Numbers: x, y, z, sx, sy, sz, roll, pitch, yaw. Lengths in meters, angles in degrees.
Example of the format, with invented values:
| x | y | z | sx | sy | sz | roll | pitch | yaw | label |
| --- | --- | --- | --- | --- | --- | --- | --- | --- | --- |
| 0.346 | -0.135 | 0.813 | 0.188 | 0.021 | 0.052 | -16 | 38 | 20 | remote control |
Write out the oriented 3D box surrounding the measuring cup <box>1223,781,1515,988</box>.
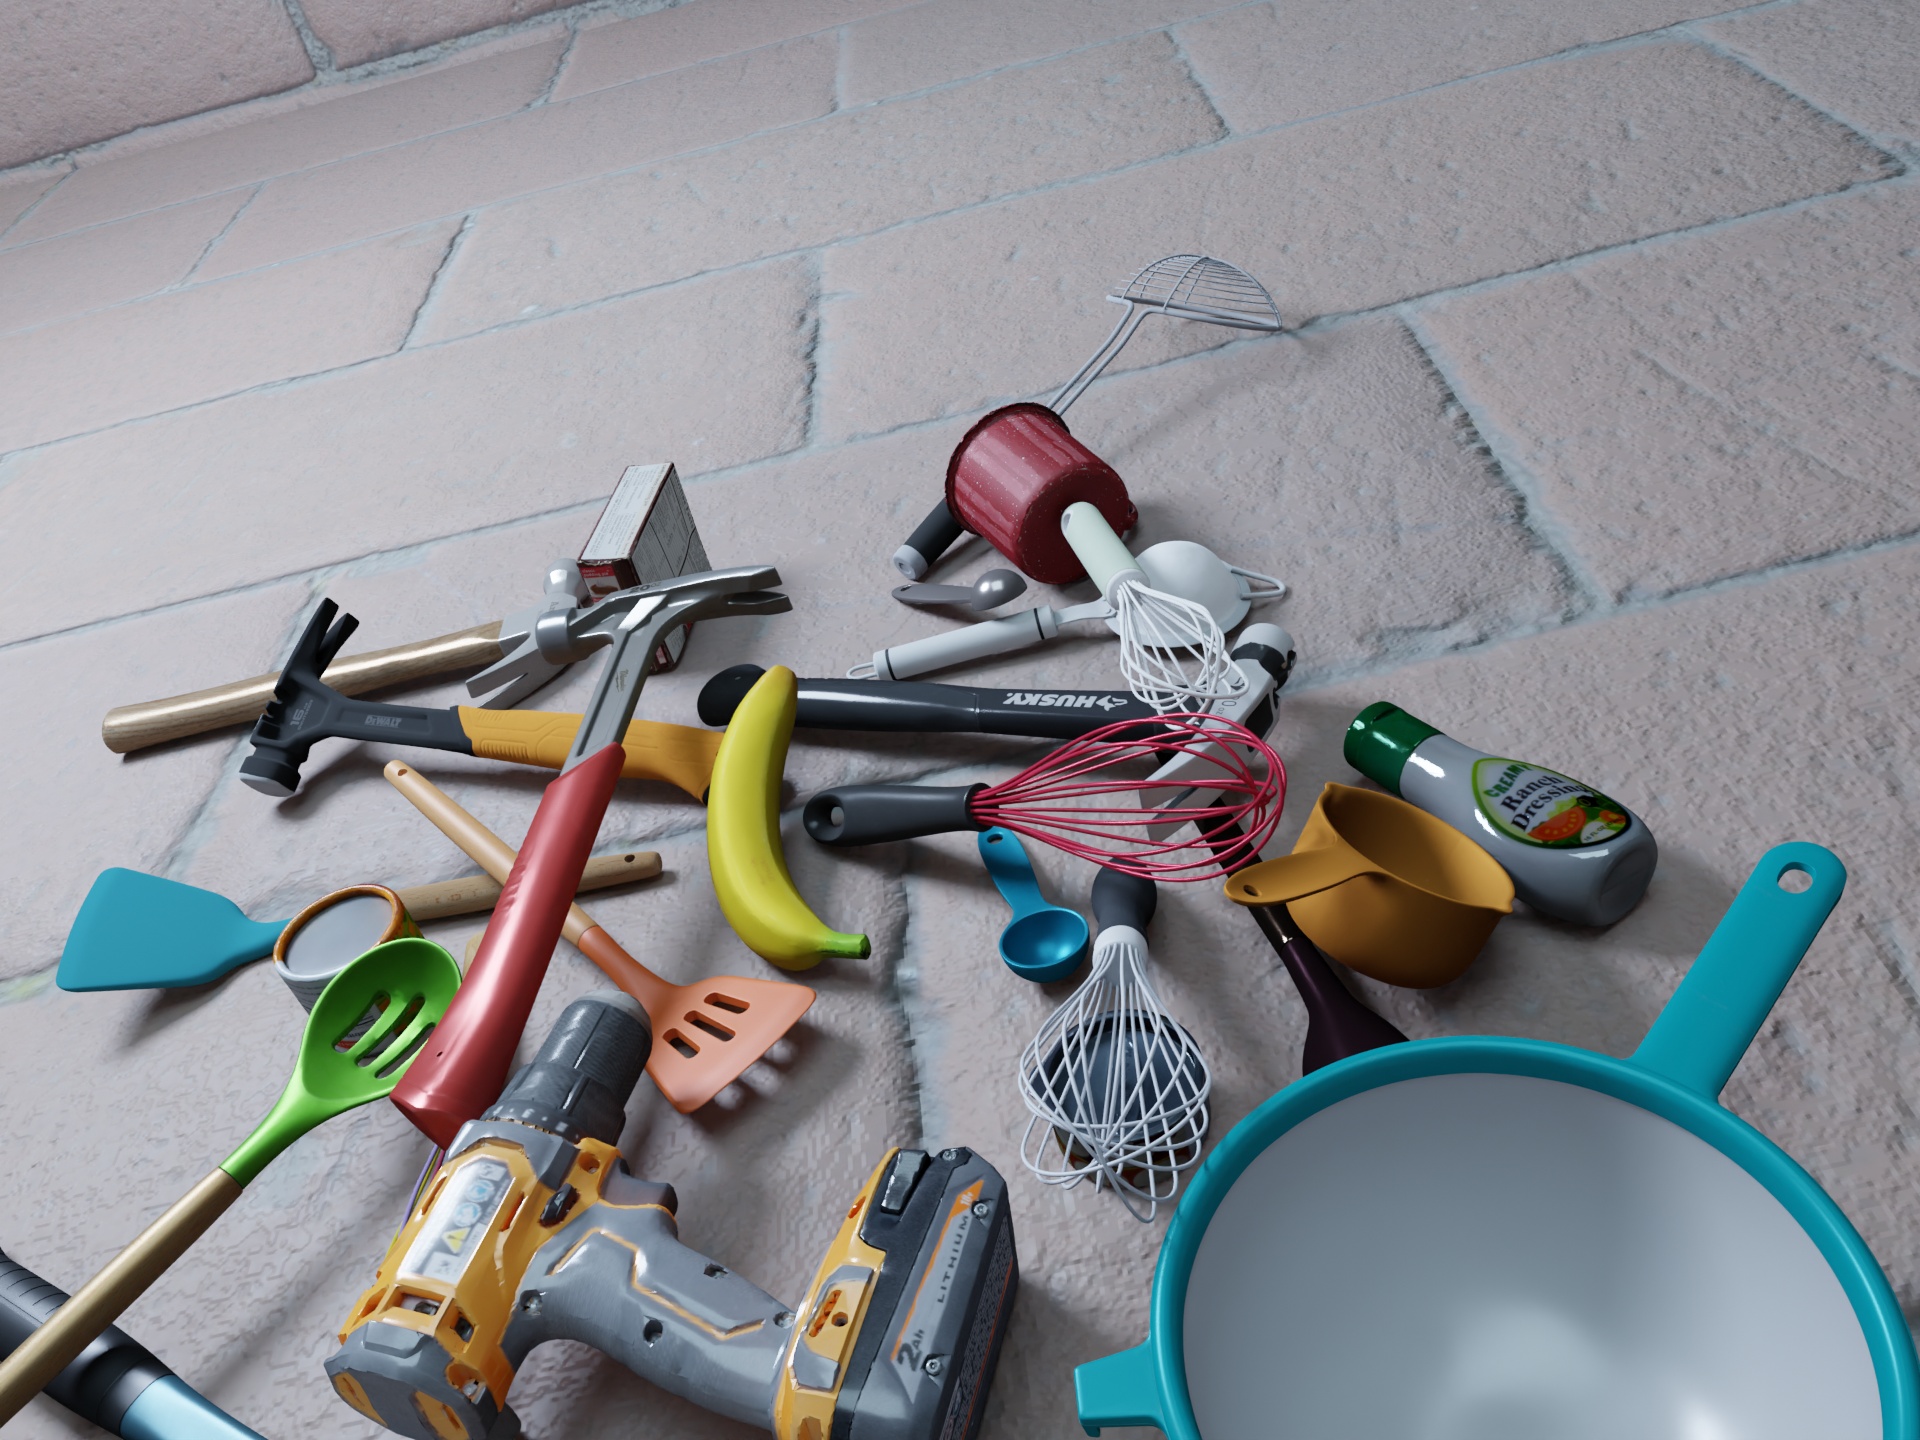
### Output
| x | y | z | sx | sy | sz | roll | pitch | yaw | label |
| --- | --- | --- | --- | --- | --- | --- | --- | --- | --- |
| 0.150 | 0.075 | 0.637 | 0.173 | 0.052 | 0.095 | -6 | 35 | -45 | measuring cup |

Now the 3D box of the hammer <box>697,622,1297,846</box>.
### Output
| x | y | z | sx | sy | sz | roll | pitch | yaw | label |
| --- | --- | --- | --- | --- | --- | --- | --- | --- | --- |
| -0.001 | -0.003 | 0.847 | 0.335 | 0.035 | 0.146 | 3 | 37 | 29 | hammer |

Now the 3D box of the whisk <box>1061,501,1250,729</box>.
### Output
| x | y | z | sx | sy | sz | roll | pitch | yaw | label |
| --- | --- | --- | --- | --- | --- | --- | --- | --- | --- |
| 0.090 | -0.065 | 0.825 | 0.059 | 0.057 | 0.247 | 6 | 25 | -14 | whisk |

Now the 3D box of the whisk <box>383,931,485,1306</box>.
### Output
| x | y | z | sx | sy | sz | roll | pitch | yaw | label |
| --- | --- | --- | --- | --- | --- | --- | --- | --- | --- |
| -0.225 | 0.178 | 0.716 | 0.047 | 0.051 | 0.245 | -22 | 34 | 2 | whisk |

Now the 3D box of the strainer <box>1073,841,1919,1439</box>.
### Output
| x | y | z | sx | sy | sz | roll | pitch | yaw | label |
| --- | --- | --- | --- | --- | --- | --- | --- | --- | --- |
| 0.210 | 0.172 | 0.521 | 0.211 | 0.095 | 0.340 | 23 | 50 | 37 | strainer |

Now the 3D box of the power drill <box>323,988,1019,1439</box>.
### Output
| x | y | z | sx | sy | sz | roll | pitch | yaw | label |
| --- | --- | --- | --- | --- | --- | --- | --- | --- | --- |
| -0.095 | 0.191 | 0.599 | 0.226 | 0.084 | 0.185 | 6 | 42 | 16 | power drill |

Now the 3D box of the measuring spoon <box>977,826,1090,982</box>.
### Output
| x | y | z | sx | sy | sz | roll | pitch | yaw | label |
| --- | --- | --- | --- | --- | --- | --- | --- | --- | --- |
| 0.030 | 0.087 | 0.761 | 0.042 | 0.021 | 0.129 | -19 | 28 | -4 | measuring spoon |

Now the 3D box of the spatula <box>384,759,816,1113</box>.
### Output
| x | y | z | sx | sy | sz | roll | pitch | yaw | label |
| --- | --- | --- | --- | --- | --- | --- | --- | --- | --- |
| -0.202 | 0.091 | 0.796 | 0.323 | 0.041 | 0.081 | 31 | 57 | 33 | spatula |

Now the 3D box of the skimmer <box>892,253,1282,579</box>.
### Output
| x | y | z | sx | sy | sz | roll | pitch | yaw | label |
| --- | --- | --- | --- | --- | --- | --- | --- | --- | --- |
| 0.087 | -0.204 | 1.092 | 0.127 | 0.090 | 0.363 | 24 | 63 | 37 | skimmer |

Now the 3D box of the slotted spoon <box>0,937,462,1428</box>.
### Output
| x | y | z | sx | sy | sz | roll | pitch | yaw | label |
| --- | --- | --- | --- | --- | --- | --- | --- | --- | --- |
| -0.331 | 0.213 | 0.672 | 0.070 | 0.031 | 0.314 | 28 | 53 | 19 | slotted spoon |

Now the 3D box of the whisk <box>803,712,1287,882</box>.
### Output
| x | y | z | sx | sy | sz | roll | pitch | yaw | label |
| --- | --- | --- | --- | --- | --- | --- | --- | --- | --- |
| 0.023 | 0.040 | 0.734 | 0.296 | 0.073 | 0.073 | -7 | 34 | 45 | whisk |

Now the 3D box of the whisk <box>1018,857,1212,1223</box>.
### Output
| x | y | z | sx | sy | sz | roll | pitch | yaw | label |
| --- | --- | --- | --- | --- | --- | --- | --- | --- | --- |
| 0.062 | 0.106 | 0.622 | 0.070 | 0.070 | 0.285 | -9 | 12 | 9 | whisk |

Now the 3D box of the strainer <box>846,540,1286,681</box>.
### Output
| x | y | z | sx | sy | sz | roll | pitch | yaw | label |
| --- | --- | --- | --- | --- | --- | --- | --- | --- | --- |
| 0.057 | -0.059 | 0.914 | 0.258 | 0.050 | 0.087 | -15 | 41 | 7 | strainer |

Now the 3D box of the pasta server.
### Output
| x | y | z | sx | sy | sz | roll | pitch | yaw | label |
| --- | --- | --- | --- | --- | --- | --- | --- | --- | --- |
| 0.139 | 0.091 | 0.706 | 0.060 | 0.040 | 0.317 | -19 | 33 | -3 | pasta server |

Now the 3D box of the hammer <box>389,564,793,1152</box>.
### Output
| x | y | z | sx | sy | sz | roll | pitch | yaw | label |
| --- | --- | --- | --- | --- | --- | --- | --- | --- | --- |
| -0.185 | 0.049 | 0.780 | 0.149 | 0.036 | 0.359 | -9 | 40 | 15 | hammer |

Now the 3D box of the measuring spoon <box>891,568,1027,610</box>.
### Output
| x | y | z | sx | sy | sz | roll | pitch | yaw | label |
| --- | --- | --- | --- | --- | --- | --- | --- | --- | --- |
| -0.007 | -0.082 | 0.954 | 0.034 | 0.018 | 0.124 | -34 | 24 | -29 | measuring spoon |

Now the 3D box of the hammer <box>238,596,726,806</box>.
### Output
| x | y | z | sx | sy | sz | roll | pitch | yaw | label |
| --- | --- | --- | --- | --- | --- | --- | --- | --- | --- |
| -0.266 | 0.002 | 0.932 | 0.337 | 0.034 | 0.127 | 7 | 66 | 21 | hammer |

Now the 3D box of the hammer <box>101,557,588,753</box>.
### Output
| x | y | z | sx | sy | sz | roll | pitch | yaw | label |
| --- | --- | --- | --- | --- | --- | --- | --- | --- | --- |
| -0.408 | -0.027 | 1.050 | 0.331 | 0.031 | 0.130 | -13 | 37 | 5 | hammer |

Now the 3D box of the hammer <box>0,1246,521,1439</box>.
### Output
| x | y | z | sx | sy | sz | roll | pitch | yaw | label |
| --- | --- | --- | --- | --- | --- | --- | --- | --- | --- |
| -0.335 | 0.272 | 0.645 | 0.331 | 0.033 | 0.128 | 11 | 44 | 32 | hammer |

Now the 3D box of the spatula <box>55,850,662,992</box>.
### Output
| x | y | z | sx | sy | sz | roll | pitch | yaw | label |
| --- | --- | --- | --- | --- | --- | --- | --- | --- | --- |
| -0.316 | 0.096 | 0.850 | 0.317 | 0.044 | 0.082 | -10 | 45 | 6 | spatula |
